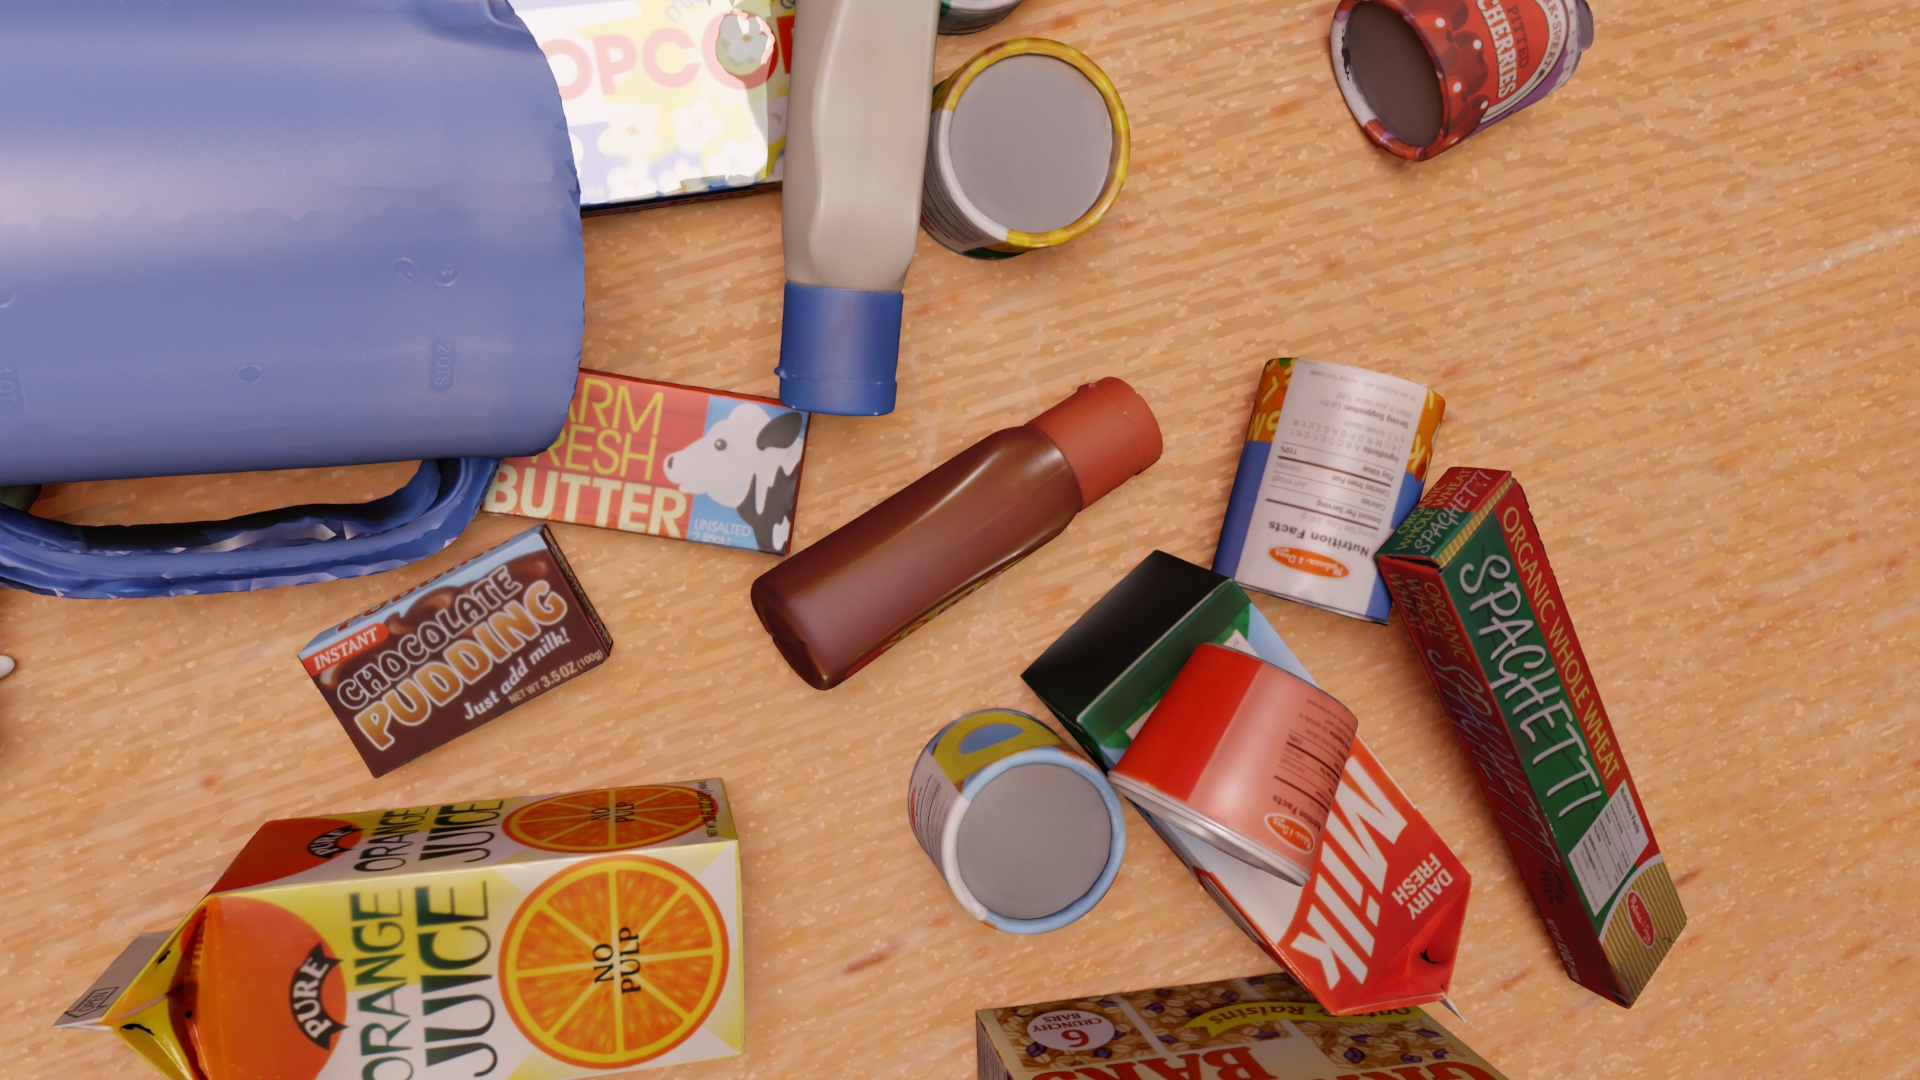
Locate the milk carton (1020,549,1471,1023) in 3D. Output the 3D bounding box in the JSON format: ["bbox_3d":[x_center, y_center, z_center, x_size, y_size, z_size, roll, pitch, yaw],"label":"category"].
[{"bbox_3d":[0.115,0.100,0.511,0.073,0.072,0.190,-42,103,-6],"label":"milk carton"}]

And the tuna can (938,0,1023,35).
[{"bbox_3d":[-0.001,-0.208,0.464,0.071,0.033,0.071,-2,98,-14],"label":"tuna can"}]

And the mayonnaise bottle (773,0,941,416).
[{"bbox_3d":[-0.031,-0.113,0.415,0.041,0.065,0.147,1,102,-18],"label":"mayonnaise bottle"}]

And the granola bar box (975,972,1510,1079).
[{"bbox_3d":[0.100,0.201,0.492,0.166,0.124,0.039,-2,97,-13],"label":"granola bar box"}]

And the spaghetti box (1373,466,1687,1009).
[{"bbox_3d":[0.220,0.080,0.521,0.050,0.029,0.249,-44,120,-20],"label":"spaghetti box"}]

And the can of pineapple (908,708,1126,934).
[{"bbox_3d":[0.021,0.098,0.494,0.071,0.058,0.071,-2,97,-14],"label":"can of pineapple"}]

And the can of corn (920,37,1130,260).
[{"bbox_3d":[0.019,-0.131,0.465,0.071,0.058,0.071,-2,98,-14],"label":"can of corn"}]

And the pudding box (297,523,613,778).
[{"bbox_3d":[-0.163,0.035,0.455,0.084,0.030,0.049,-28,102,-9],"label":"pudding box"}]

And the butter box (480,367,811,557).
[{"bbox_3d":[-0.105,-0.028,0.465,0.103,0.024,0.053,9,95,-15],"label":"butter box"}]

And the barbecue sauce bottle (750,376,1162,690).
[{"bbox_3d":[0.002,-0.006,0.477,0.149,0.065,0.043,-33,98,-17],"label":"barbecue sauce bottle"}]

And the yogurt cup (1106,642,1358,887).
[{"bbox_3d":[0.087,0.067,0.430,0.072,0.072,0.054,31,81,-16],"label":"yogurt cup"}]

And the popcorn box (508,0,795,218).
[{"bbox_3d":[-0.090,-0.152,0.445,0.127,0.038,0.085,-11,100,-13],"label":"popcorn box"}]

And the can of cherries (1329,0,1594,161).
[{"bbox_3d":[0.175,-0.176,0.492,0.058,0.071,0.071,-29,103,-8],"label":"can of cherries"}]

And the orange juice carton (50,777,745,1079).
[{"bbox_3d":[-0.169,0.128,0.444,0.193,0.072,0.073,-3,97,-14],"label":"orange juice carton"}]

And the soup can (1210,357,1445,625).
[{"bbox_3d":[0.132,-0.018,0.505,0.071,0.071,0.083,15,91,-15],"label":"soup can"}]
